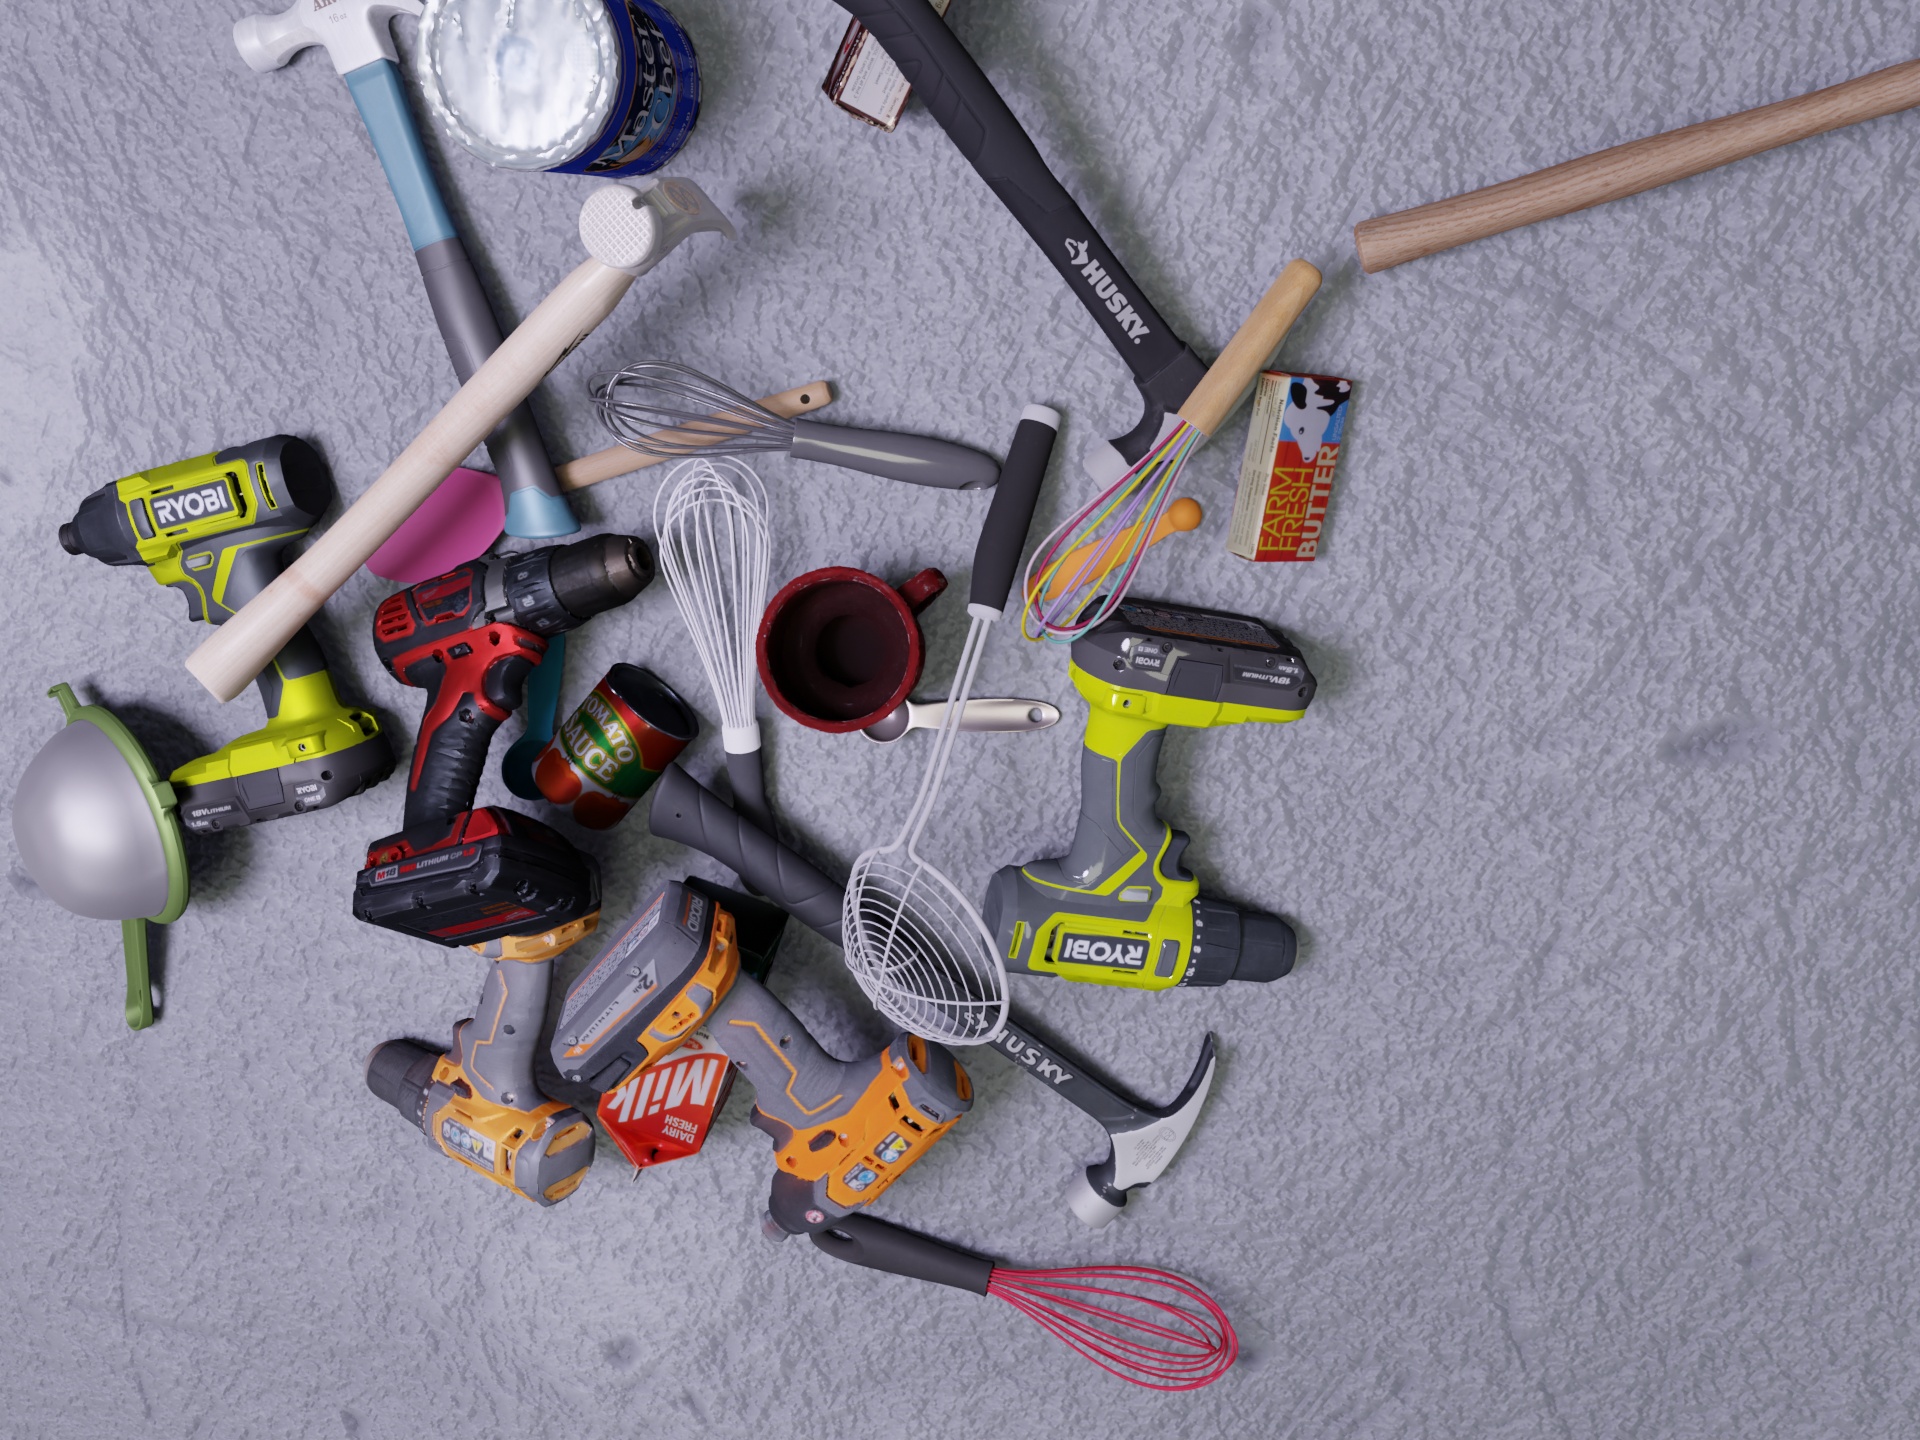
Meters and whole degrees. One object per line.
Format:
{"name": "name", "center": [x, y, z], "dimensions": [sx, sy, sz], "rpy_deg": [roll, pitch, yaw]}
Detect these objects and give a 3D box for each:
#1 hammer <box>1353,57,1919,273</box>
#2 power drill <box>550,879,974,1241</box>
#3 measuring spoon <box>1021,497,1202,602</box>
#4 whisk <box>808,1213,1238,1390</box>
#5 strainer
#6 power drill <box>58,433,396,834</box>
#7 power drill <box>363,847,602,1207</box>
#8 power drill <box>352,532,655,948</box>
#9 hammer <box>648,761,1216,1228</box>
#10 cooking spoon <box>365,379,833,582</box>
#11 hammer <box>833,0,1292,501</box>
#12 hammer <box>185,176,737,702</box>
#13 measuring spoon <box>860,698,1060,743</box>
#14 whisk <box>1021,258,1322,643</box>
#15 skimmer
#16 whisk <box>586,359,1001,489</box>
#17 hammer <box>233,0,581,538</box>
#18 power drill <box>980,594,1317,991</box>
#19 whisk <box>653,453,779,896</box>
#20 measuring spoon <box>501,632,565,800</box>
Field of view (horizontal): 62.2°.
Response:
{"name": "hammer", "center": [0.363, -0.282, 0.788], "dimensions": [0.331, 0.130, 0.031], "rpy_deg": [-12, 109, 20]}
{"name": "power drill", "center": [-0.127, 0.216, 0.949], "dimensions": [0.226, 0.084, 0.164], "rpy_deg": [38, 106, -18]}
{"name": "measuring spoon", "center": [0.087, -0.097, 0.927], "dimensions": [0.117, 0.011, 0.021], "rpy_deg": [-26, 101, 15]}
{"name": "whisk", "center": [0.038, 0.377, 1.059], "dimensions": [0.296, 0.073, 0.073], "rpy_deg": [12, 108, 12]}
{"name": "strainer", "center": [-0.568, 0.114, 1.038], "dimensions": [0.152, 0.069, 0.256], "rpy_deg": [32, 126, 29]}
{"name": "power drill", "center": [-0.456, -0.051, 0.993], "dimensions": [0.171, 0.080, 0.223], "rpy_deg": [-12, 101, 12]}
{"name": "power drill", "center": [-0.315, 0.181, 1.026], "dimensions": [0.185, 0.084, 0.226], "rpy_deg": [16, 109, 30]}
{"name": "power drill", "center": [-0.259, 0.002, 0.918], "dimensions": [0.188, 0.080, 0.227], "rpy_deg": [-15, 64, 22]}
{"name": "hammer", "center": [-0.021, 0.156, 0.988], "dimensions": [0.408, 0.036, 0.149], "rpy_deg": [37, 107, -10]}
{"name": "cooking spoon", "center": [-0.225, -0.149, 0.955], "dimensions": [0.319, 0.017, 0.068], "rpy_deg": [-15, 100, 13]}
{"name": "hammer", "center": [0.041, -0.273, 0.812], "dimensions": [0.146, 0.035, 0.334], "rpy_deg": [-38, 118, 11]}
{"name": "hammer", "center": [-0.286, -0.146, 0.877], "dimensions": [0.410, 0.146, 0.038], "rpy_deg": [-38, 98, 20]}
{"name": "measuring spoon", "center": [-0.002, -0.003, 0.971], "dimensions": [0.124, 0.018, 0.034], "rpy_deg": [0, 92, 2]}
{"name": "whisk", "center": [0.110, -0.139, 0.844], "dimensions": [0.047, 0.051, 0.245], "rpy_deg": [30, 103, -31]}
{"name": "skimmer", "center": [0.015, 0.004, 0.914], "dimensions": [0.127, 0.090, 0.363], "rpy_deg": [12, 84, 46]}
{"name": "whisk", "center": [-0.093, -0.163, 0.901], "dimensions": [0.239, 0.055, 0.055], "rpy_deg": [9, 109, -9]}
{"name": "hammer", "center": [-0.297, -0.260, 0.915], "dimensions": [0.128, 0.033, 0.331], "rpy_deg": [-17, 100, 13]}
{"name": "power drill", "center": [0.126, 0.054, 0.928], "dimensions": [0.190, 0.080, 0.228], "rpy_deg": [8, 110, -11]}
{"name": "whisk", "center": [-0.136, -0.021, 0.965], "dimensions": [0.070, 0.070, 0.284], "rpy_deg": [-1, 112, 9]}
{"name": "measuring spoon", "center": [-0.266, -0.014, 1.005], "dimensions": [0.042, 0.021, 0.128], "rpy_deg": [3, 101, -28]}
